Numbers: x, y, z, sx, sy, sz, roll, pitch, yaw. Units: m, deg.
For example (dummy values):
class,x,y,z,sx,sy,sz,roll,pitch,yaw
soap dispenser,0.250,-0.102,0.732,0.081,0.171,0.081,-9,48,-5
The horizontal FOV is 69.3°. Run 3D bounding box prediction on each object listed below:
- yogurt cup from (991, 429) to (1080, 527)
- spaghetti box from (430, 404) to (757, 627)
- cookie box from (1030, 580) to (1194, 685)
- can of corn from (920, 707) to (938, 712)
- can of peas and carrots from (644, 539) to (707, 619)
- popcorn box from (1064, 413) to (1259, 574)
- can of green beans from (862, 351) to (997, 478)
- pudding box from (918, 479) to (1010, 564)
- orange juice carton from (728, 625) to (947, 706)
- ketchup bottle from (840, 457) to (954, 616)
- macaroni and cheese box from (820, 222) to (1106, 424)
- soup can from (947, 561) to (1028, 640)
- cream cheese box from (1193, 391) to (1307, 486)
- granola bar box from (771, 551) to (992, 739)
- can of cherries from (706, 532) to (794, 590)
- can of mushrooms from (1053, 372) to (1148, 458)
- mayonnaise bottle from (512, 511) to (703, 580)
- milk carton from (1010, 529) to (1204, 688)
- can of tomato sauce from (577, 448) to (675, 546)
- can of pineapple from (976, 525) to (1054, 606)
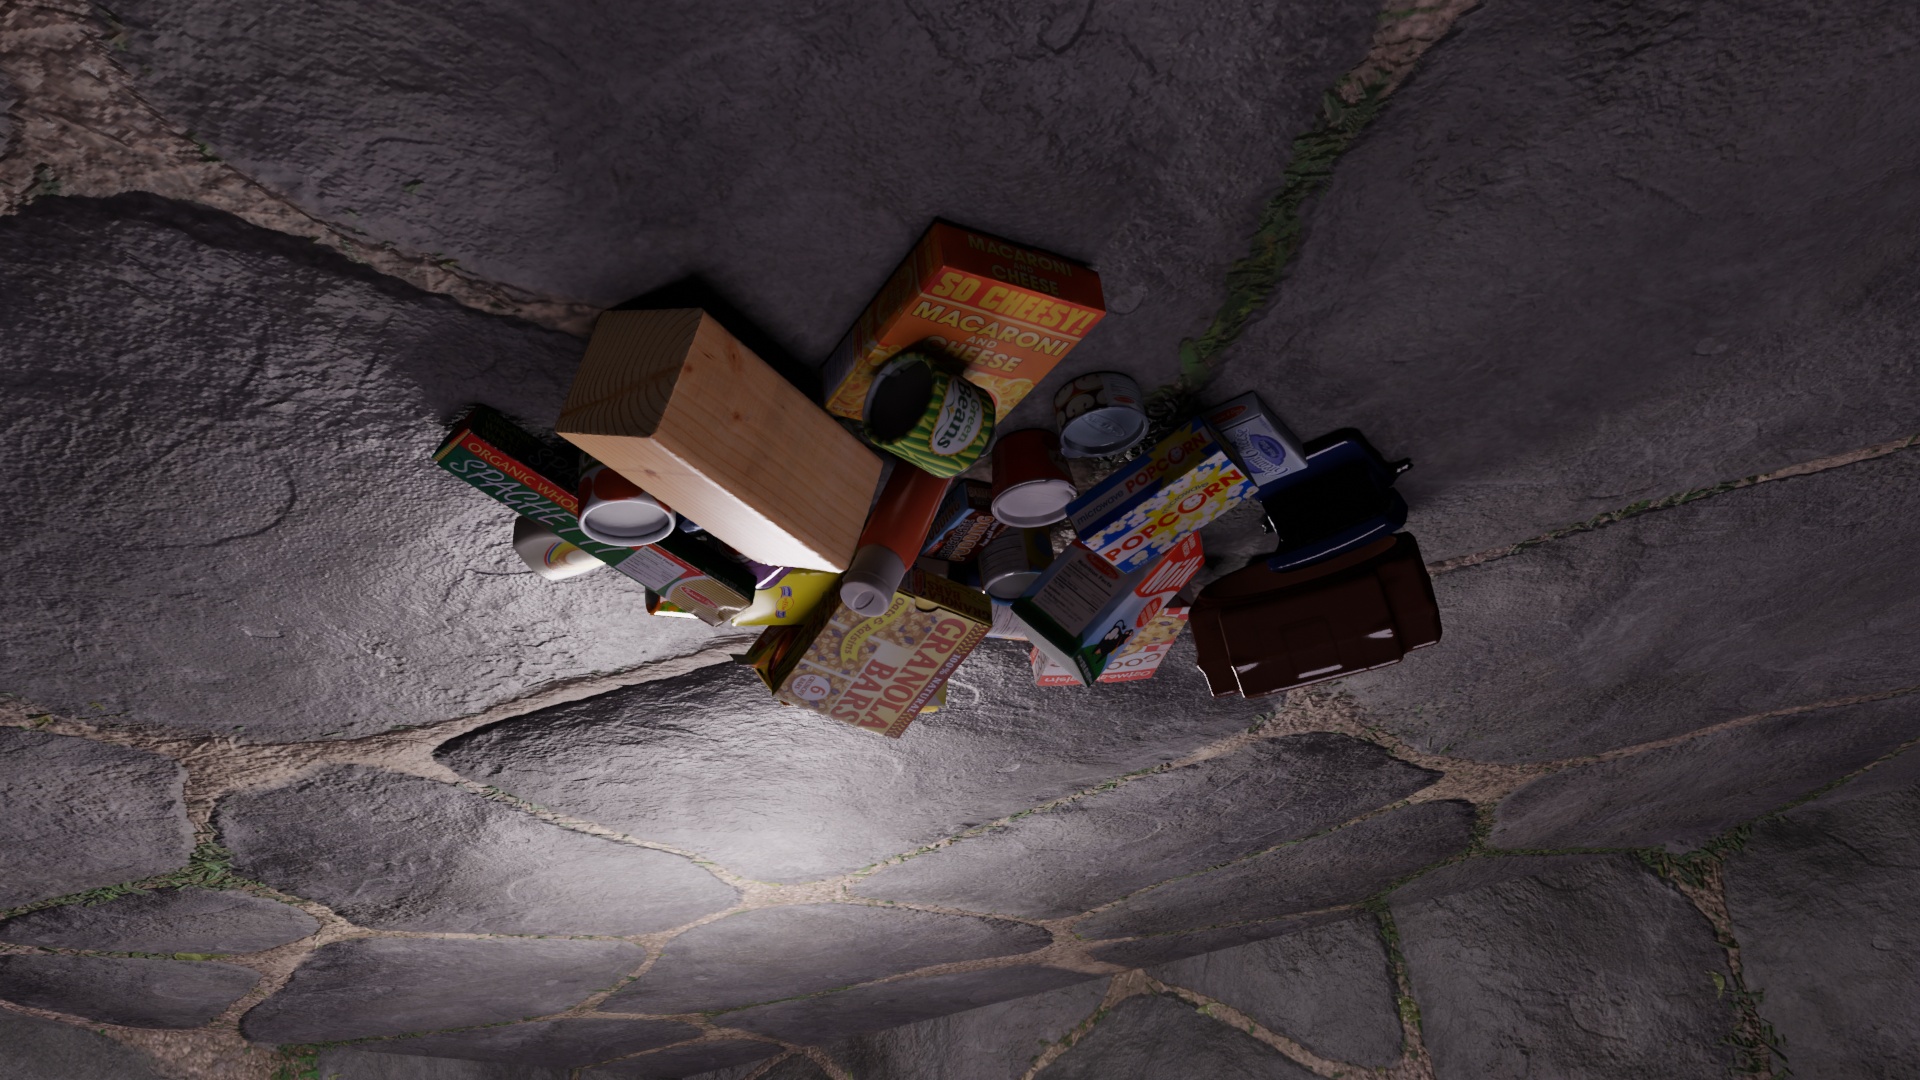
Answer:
class,x,y,z,sx,sy,sz,roll,pitch,yaw
yogurt cup,0.054,-0.049,1.068,0.072,0.054,0.072,-6,151,-3
spaghetti box,-0.259,-0.013,1.012,0.050,0.029,0.249,-30,128,35
cookie box,0.145,0.090,1.356,0.123,0.040,0.166,-2,151,-11
can of corn,-0.054,0.137,1.368,0.058,0.071,0.070,-3,151,-10
can of peas and carrots,-0.220,0.030,1.128,0.059,0.071,0.070,7,148,-24
popcorn box,0.153,-0.032,1.054,0.126,0.038,0.085,-35,146,16
can of green beans,-0.021,-0.081,0.893,0.071,0.071,0.058,-28,144,32
pudding box,0.004,-0.014,1.143,0.050,0.030,0.083,12,145,-30
orange juice carton,-0.112,0.110,1.270,0.193,0.073,0.072,2,-176,-18
ketchup bottle,-0.045,-0.011,1.013,0.043,0.149,0.064,32,139,-10
macaroni and cheese box,-0.002,-0.132,0.918,0.124,0.040,0.165,10,147,-29
soup can,0.026,0.052,1.235,0.084,0.071,0.071,8,148,-28
cream cheese box,0.230,-0.077,1.093,0.053,0.024,0.103,-22,148,26
granola bar box,-0.068,0.091,1.171,0.124,0.039,0.164,22,127,-22
can of cherries,-0.153,-0.003,1.084,0.071,0.072,0.058,15,144,-35
can of mushrooms,0.101,-0.091,1.025,0.071,0.033,0.070,-7,152,-4
mayonnaise bottle,-0.265,-0.010,1.069,0.148,0.041,0.064,-14,146,11
milk carton,0.137,0.021,1.147,0.191,0.073,0.072,-46,151,-9
can of tomato sauce,-0.234,-0.047,0.966,0.071,0.083,0.071,-6,151,-3
can of pineapple,0.048,0.017,1.181,0.071,0.058,0.070,-6,151,-3
